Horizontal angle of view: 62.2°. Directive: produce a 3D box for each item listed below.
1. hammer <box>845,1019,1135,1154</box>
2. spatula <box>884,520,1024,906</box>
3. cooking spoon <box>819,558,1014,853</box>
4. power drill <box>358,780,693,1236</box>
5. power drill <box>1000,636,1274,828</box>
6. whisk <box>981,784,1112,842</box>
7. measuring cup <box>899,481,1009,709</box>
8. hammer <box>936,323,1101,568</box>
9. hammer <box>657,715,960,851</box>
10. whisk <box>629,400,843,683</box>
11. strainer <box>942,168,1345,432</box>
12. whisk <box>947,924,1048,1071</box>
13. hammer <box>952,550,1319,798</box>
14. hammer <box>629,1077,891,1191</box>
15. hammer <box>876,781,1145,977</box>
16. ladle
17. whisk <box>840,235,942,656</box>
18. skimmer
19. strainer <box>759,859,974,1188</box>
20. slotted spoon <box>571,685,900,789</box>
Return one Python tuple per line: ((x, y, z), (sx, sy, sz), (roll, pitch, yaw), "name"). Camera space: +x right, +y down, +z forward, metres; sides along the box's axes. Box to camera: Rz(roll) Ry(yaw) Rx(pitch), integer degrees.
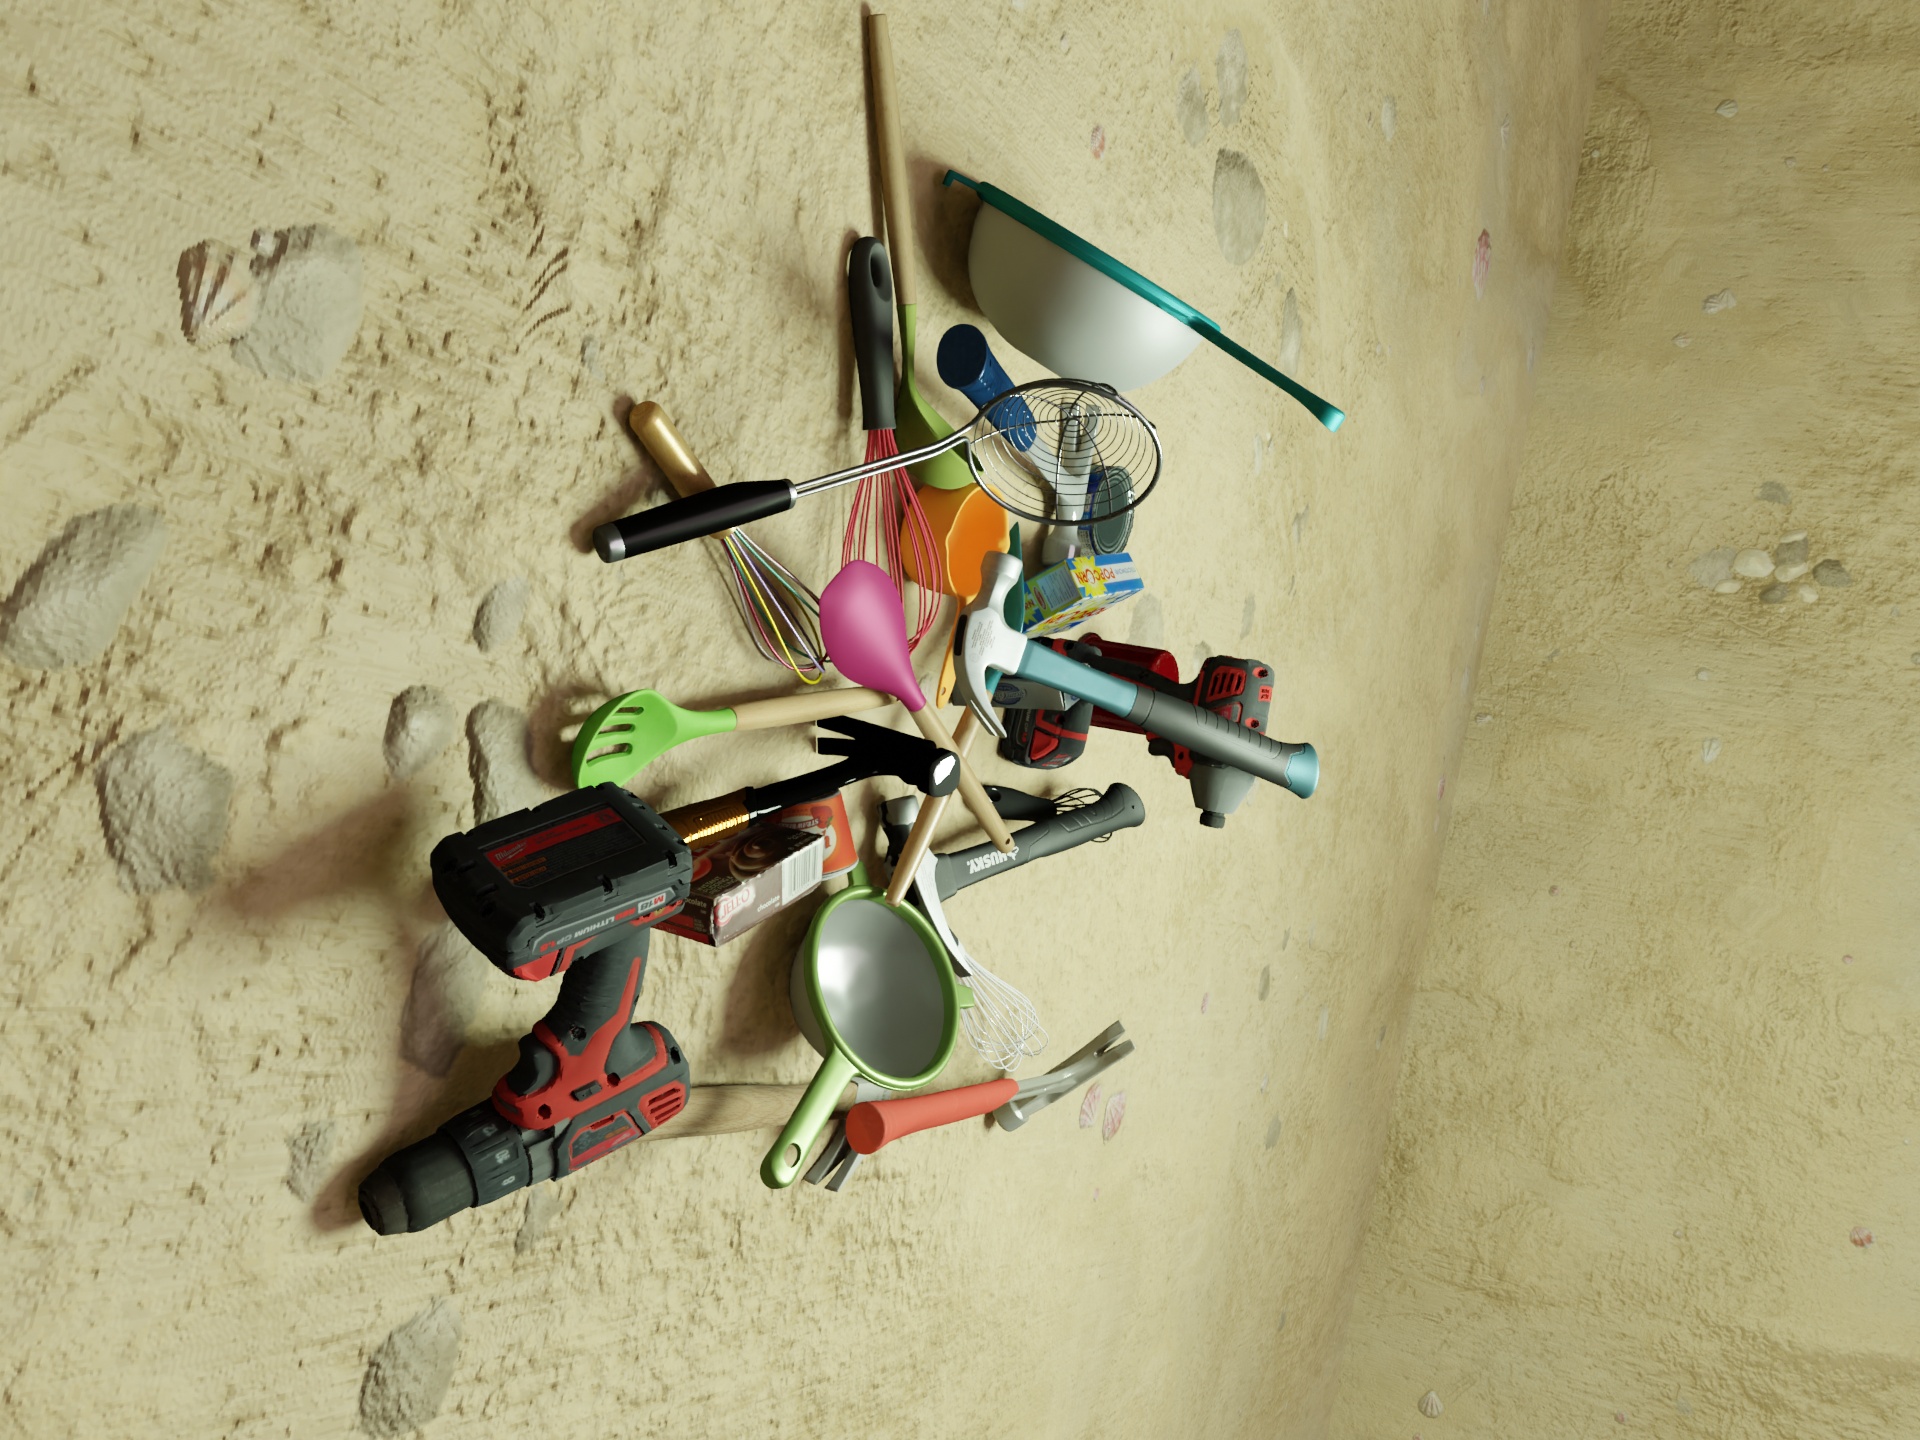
((0.020, 0.308, 1.310), (0.149, 0.037, 0.358), (-38, 158, 18), "hammer")
((-0.002, -0.004, 1.219), (0.082, 0.044, 0.318), (125, -11, -66), "spatula")
((-0.021, 0.004, 1.132), (0.069, 0.017, 0.318), (-50, 138, -18), "cooking spoon")
((-0.227, 0.161, 0.835), (0.188, 0.080, 0.226), (-21, 134, -38), "power drill")
((0.152, 0.006, 1.353), (0.078, 0.220, 0.143), (9, 91, -61), "power drill")
((0.076, 0.078, 1.428), (0.238, 0.055, 0.055), (14, 87, -56), "whisk")
((-0.016, -0.098, 1.203), (0.095, 0.052, 0.173), (-6, 111, -59), "measuring cup")
((0.051, -0.219, 1.200), (0.405, 0.035, 0.144), (21, 78, -75), "hammer")
((-0.154, 0.057, 0.982), (0.337, 0.127, 0.034), (-19, 118, -46), "hammer")
((-0.137, -0.104, 0.995), (0.047, 0.051, 0.244), (-58, 142, -23), "whisk")
((0.125, -0.271, 1.162), (0.211, 0.341, 0.095), (7, 120, -57), "strainer")
((0.002, 0.210, 1.333), (0.070, 0.070, 0.284), (-62, 141, -29), "whisk")
((0.142, -0.012, 1.230), (0.330, 0.033, 0.128), (21, 86, -21), "hammer")
((-0.142, 0.274, 1.117), (0.331, 0.031, 0.130), (18, 83, -60), "hammer")
((0.059, 0.109, 1.329), (0.334, 0.035, 0.146), (-13, 89, -52), "hammer")
((-0.028, -0.318, 1.104), (0.078, 0.062, 0.320), (-88, 173, -69), "ladle")
((-0.055, -0.182, 1.102), (0.073, 0.073, 0.295), (-20, 109, -57), "whisk")
((-0.040, -0.133, 0.975), (0.363, 0.090, 0.127), (-21, 155, -29), "skimmer")
((-0.092, 0.229, 1.113), (0.151, 0.069, 0.256), (51, 38, -16), "strainer")
((-0.132, -0.002, 1.020), (0.313, 0.031, 0.070), (-11, 128, -54), "slotted spoon")
